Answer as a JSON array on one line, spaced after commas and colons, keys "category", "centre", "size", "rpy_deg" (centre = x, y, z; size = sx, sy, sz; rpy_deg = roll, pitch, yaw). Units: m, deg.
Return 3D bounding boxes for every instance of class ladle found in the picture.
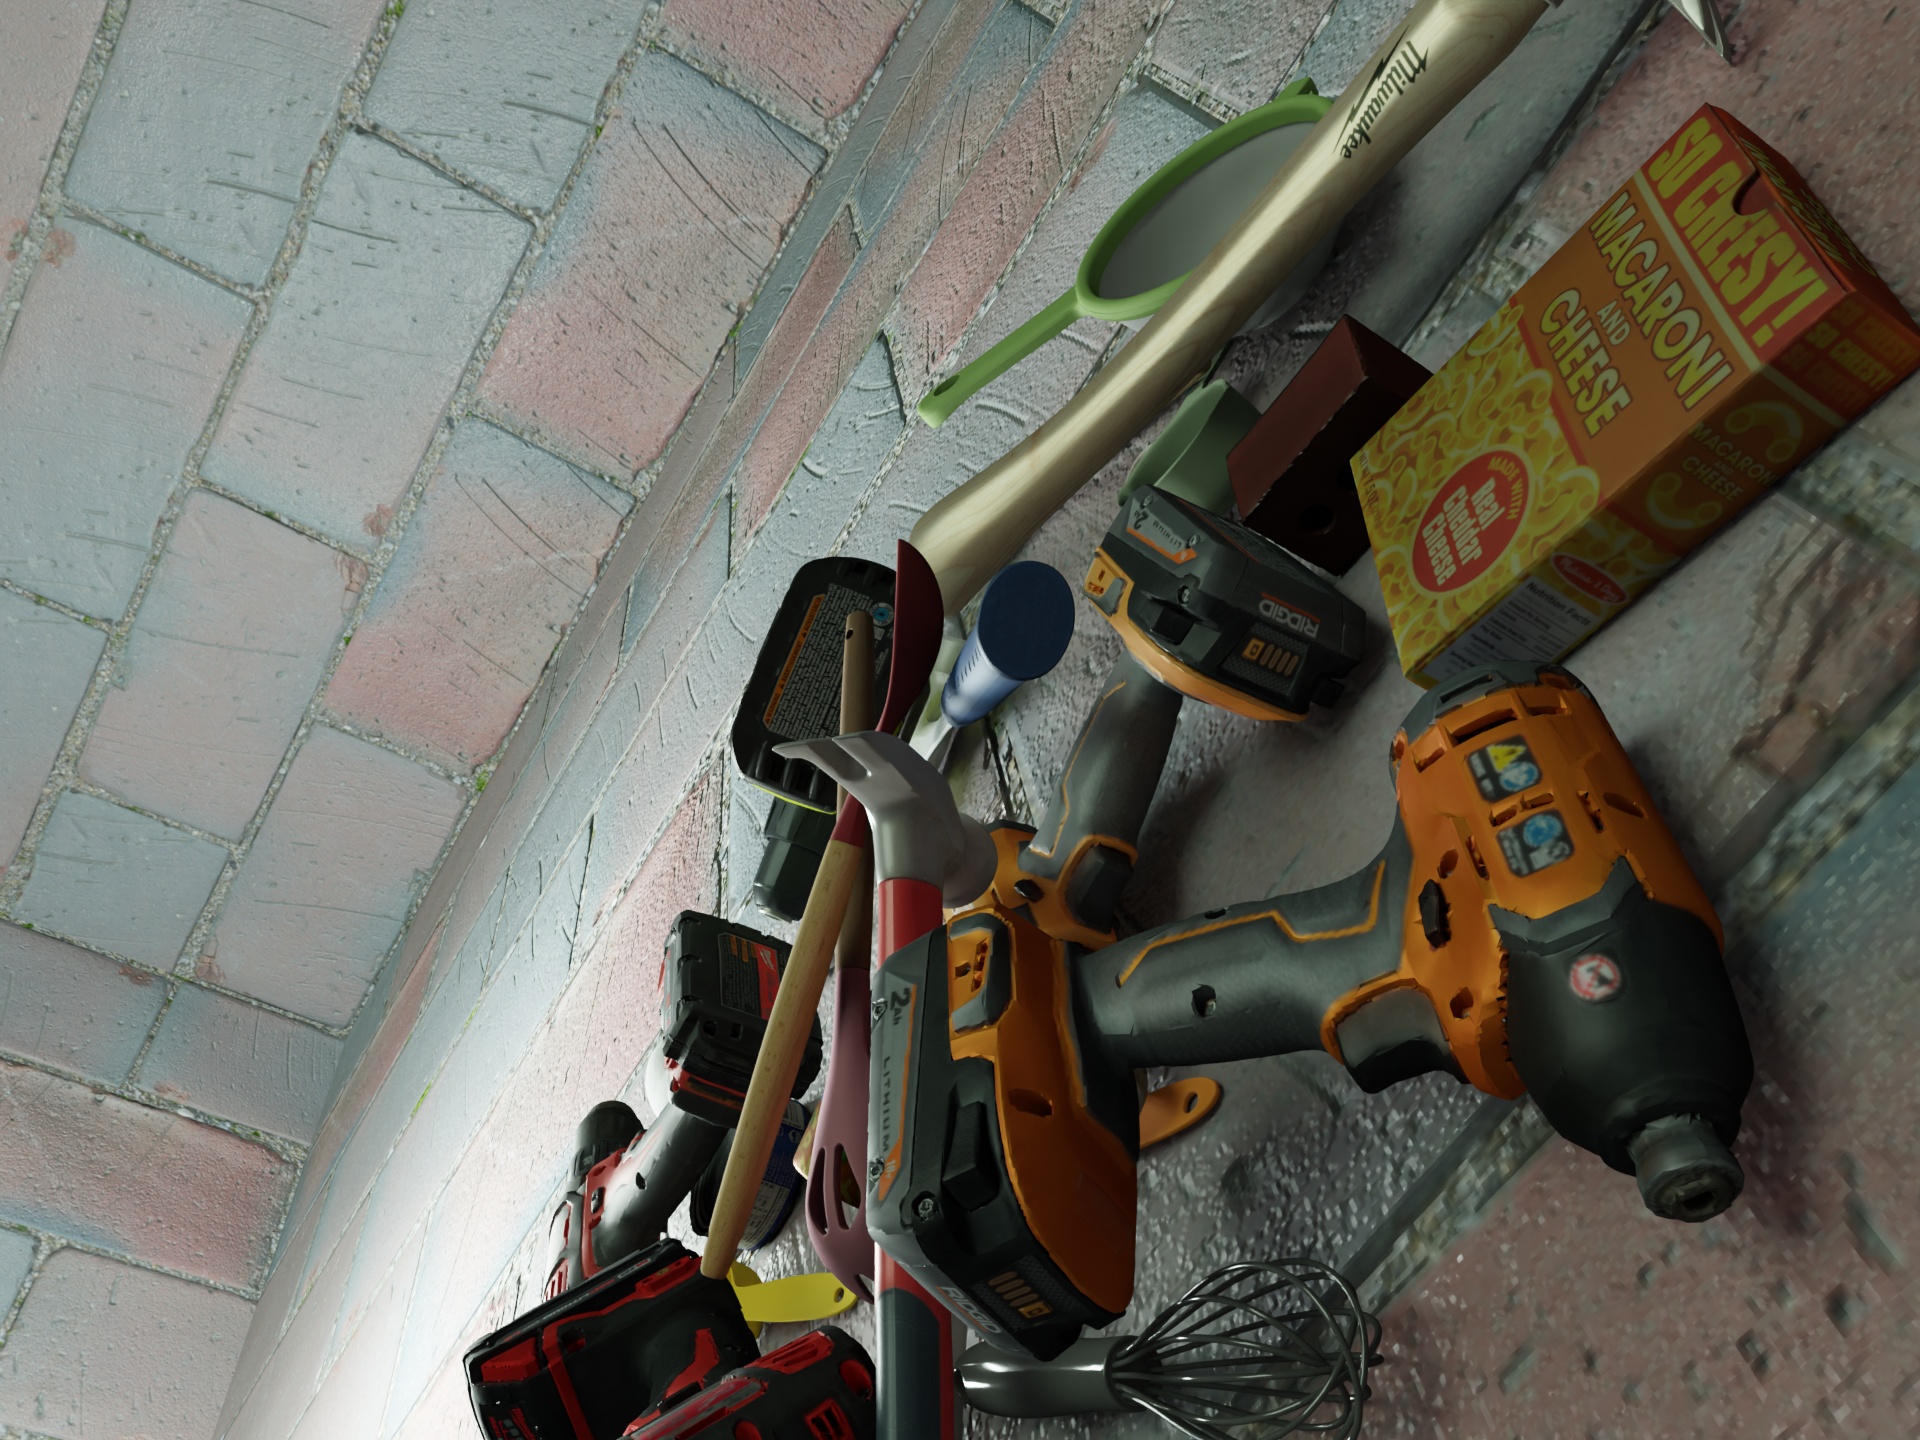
[{"category": "ladle", "centre": [-0.057, 0.076, 0.667], "size": [0.069, 0.031, 0.315], "rpy_deg": [103, -176, -83]}]

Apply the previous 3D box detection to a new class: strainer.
[{"category": "strainer", "centre": [-0.143, 0.195, 1.011], "size": [0.258, 0.050, 0.087], "rpy_deg": [-44, 14, 36]}, {"category": "strainer", "centre": [0.094, -0.207, 0.805], "size": [0.256, 0.069, 0.152], "rpy_deg": [-31, 31, 25]}]

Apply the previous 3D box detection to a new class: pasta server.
[{"category": "pasta server", "centre": [-0.042, 0.088, 0.700], "size": [0.060, 0.040, 0.316], "rpy_deg": [-23, 53, 32]}]

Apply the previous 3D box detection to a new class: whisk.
[{"category": "whisk", "centre": [0.052, 0.206, 0.507], "size": [0.239, 0.055, 0.055], "rpy_deg": [-40, 30, 56]}]

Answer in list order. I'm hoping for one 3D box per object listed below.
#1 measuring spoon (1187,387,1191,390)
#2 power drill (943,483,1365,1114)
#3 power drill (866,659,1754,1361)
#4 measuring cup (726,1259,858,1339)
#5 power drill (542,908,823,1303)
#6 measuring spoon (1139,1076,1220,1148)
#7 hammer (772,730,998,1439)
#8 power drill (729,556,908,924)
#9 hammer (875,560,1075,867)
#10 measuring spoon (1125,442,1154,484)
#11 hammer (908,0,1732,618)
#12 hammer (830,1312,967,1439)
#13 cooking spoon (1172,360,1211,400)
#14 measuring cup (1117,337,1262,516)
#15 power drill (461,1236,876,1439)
[{"category": "measuring spoon", "centre": [0.106, -0.174, 0.886], "size": [0.128, 0.021, 0.042], "rpy_deg": [132, 156, -58]}, {"category": "power drill", "centre": [0.068, 0.037, 0.627], "size": [0.226, 0.084, 0.185], "rpy_deg": [-63, 19, 15]}, {"category": "power drill", "centre": [0.087, 0.088, 0.428], "size": [0.226, 0.084, 0.164], "rpy_deg": [-27, 33, 18]}, {"category": "measuring cup", "centre": [-0.092, 0.295, 0.796], "size": [0.156, 0.029, 0.062], "rpy_deg": [-25, 42, 43]}, {"category": "power drill", "centre": [-0.164, 0.218, 0.882], "size": [0.226, 0.080, 0.188], "rpy_deg": [-61, 20, 17]}, {"category": "measuring spoon", "centre": [0.060, 0.159, 0.601], "size": [0.117, 0.011, 0.021], "rpy_deg": [-39, 29, 42]}, {"category": "hammer", "centre": [-0.020, 0.196, 0.515], "size": [0.038, 0.143, 0.387], "rpy_deg": [-9, 66, 17]}, {"category": "power drill", "centre": [-0.078, 0.016, 0.931], "size": [0.228, 0.080, 0.191], "rpy_deg": [101, -170, -75]}, {"category": "hammer", "centre": [-0.001, -0.002, 0.746], "size": [0.405, 0.035, 0.144], "rpy_deg": [130, 161, -80]}, {"category": "measuring spoon", "centre": [0.100, -0.088, 0.800], "size": [0.034, 0.018, 0.124], "rpy_deg": [-41, 37, 46]}, {"category": "hammer", "centre": [0.116, -0.177, 0.676], "size": [0.410, 0.038, 0.146], "rpy_deg": [-44, 59, 31]}, {"category": "hammer", "centre": [-0.110, 0.349, 0.746], "size": [0.409, 0.036, 0.149], "rpy_deg": [-43, 27, 45]}, {"category": "cooking spoon", "centre": [0.061, -0.145, 0.913], "size": [0.069, 0.017, 0.319], "rpy_deg": [-68, 14, -18]}, {"category": "measuring cup", "centre": [0.127, -0.146, 0.780], "size": [0.083, 0.038, 0.168], "rpy_deg": [-43, 13, 42]}, {"category": "power drill", "centre": [-0.122, 0.278, 0.618], "size": [0.143, 0.078, 0.219], "rpy_deg": [-24, 2, -25]}]
